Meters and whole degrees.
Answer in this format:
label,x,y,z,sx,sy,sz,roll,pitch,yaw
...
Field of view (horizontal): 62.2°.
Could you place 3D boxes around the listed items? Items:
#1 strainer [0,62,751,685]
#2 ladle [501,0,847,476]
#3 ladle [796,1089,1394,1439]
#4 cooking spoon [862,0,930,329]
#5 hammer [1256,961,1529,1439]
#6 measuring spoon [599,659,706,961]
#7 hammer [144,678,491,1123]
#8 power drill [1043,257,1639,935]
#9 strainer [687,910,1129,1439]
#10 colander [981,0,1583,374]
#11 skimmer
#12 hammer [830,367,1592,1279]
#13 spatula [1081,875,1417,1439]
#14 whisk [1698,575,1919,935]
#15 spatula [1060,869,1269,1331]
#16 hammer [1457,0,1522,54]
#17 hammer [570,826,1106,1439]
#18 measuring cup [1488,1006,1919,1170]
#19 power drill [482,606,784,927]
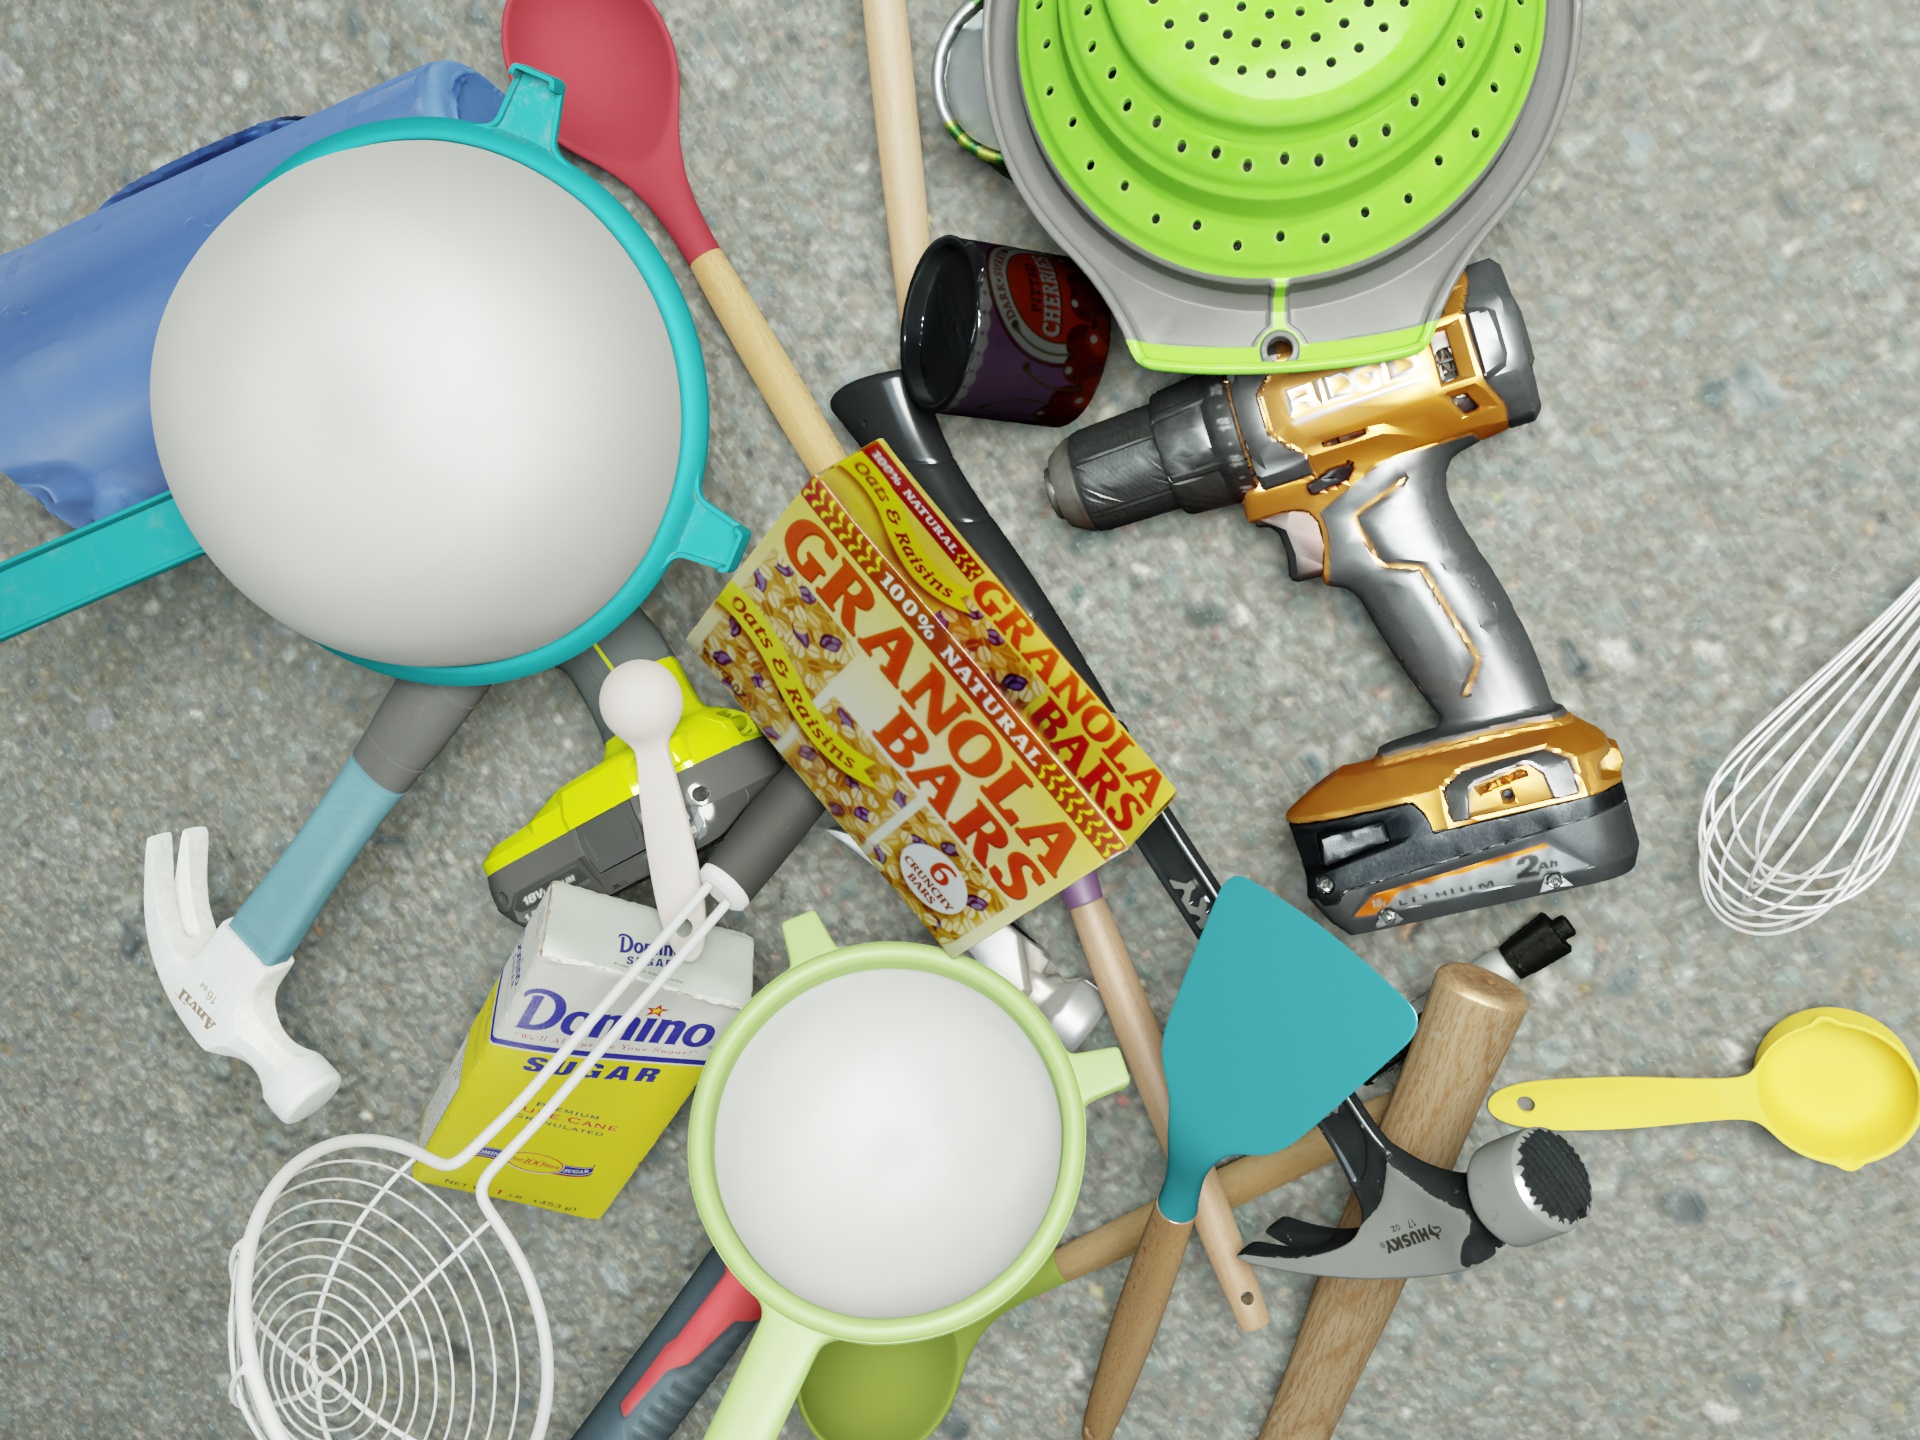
label,x,y,z,sx,sy,sz,roll,pitch,yaw
strainer,-0.262,-0.087,0.574,0.340,0.095,0.211,-21,98,10
ladle,-0.093,-0.173,0.670,0.069,0.031,0.315,-30,93,8
ladle,0.065,0.231,0.687,0.320,0.062,0.078,-30,95,15
cooking spoon,-0.031,-0.288,0.606,0.069,0.017,0.318,3,112,22
hammer,0.162,0.249,0.659,0.130,0.031,0.331,19,111,9
measuring spoon,-0.121,0.037,0.635,0.034,0.018,0.124,-10,93,12
hammer,-0.233,0.012,0.661,0.128,0.033,0.331,42,105,10
power drill,0.143,-0.039,0.606,0.185,0.084,0.226,-16,92,19
strainer,-0.049,0.211,0.605,0.151,0.069,0.256,22,67,12
colander,0.100,-0.318,0.509,0.204,0.094,0.397,-1,93,9
skimmer,-0.107,0.104,0.572,0.090,0.363,0.127,-10,125,51
hammer,0.064,0.030,0.614,0.409,0.036,0.149,58,140,12
spatula,0.088,0.200,0.622,0.082,0.044,0.317,38,137,30
whisk,0.351,-0.046,0.562,0.070,0.070,0.284,31,101,8
spatula,0.060,0.100,0.659,0.060,0.018,0.316,-22,85,-3
hammer,0.029,-0.355,0.599,0.411,0.038,0.146,16,102,12
hammer,-0.107,0.231,0.692,0.143,0.038,0.386,37,92,7
measuring cup,0.291,0.145,0.630,0.156,0.029,0.062,-10,97,28
power drill,-0.186,-0.031,0.698,0.171,0.080,0.223,-27,88,18
